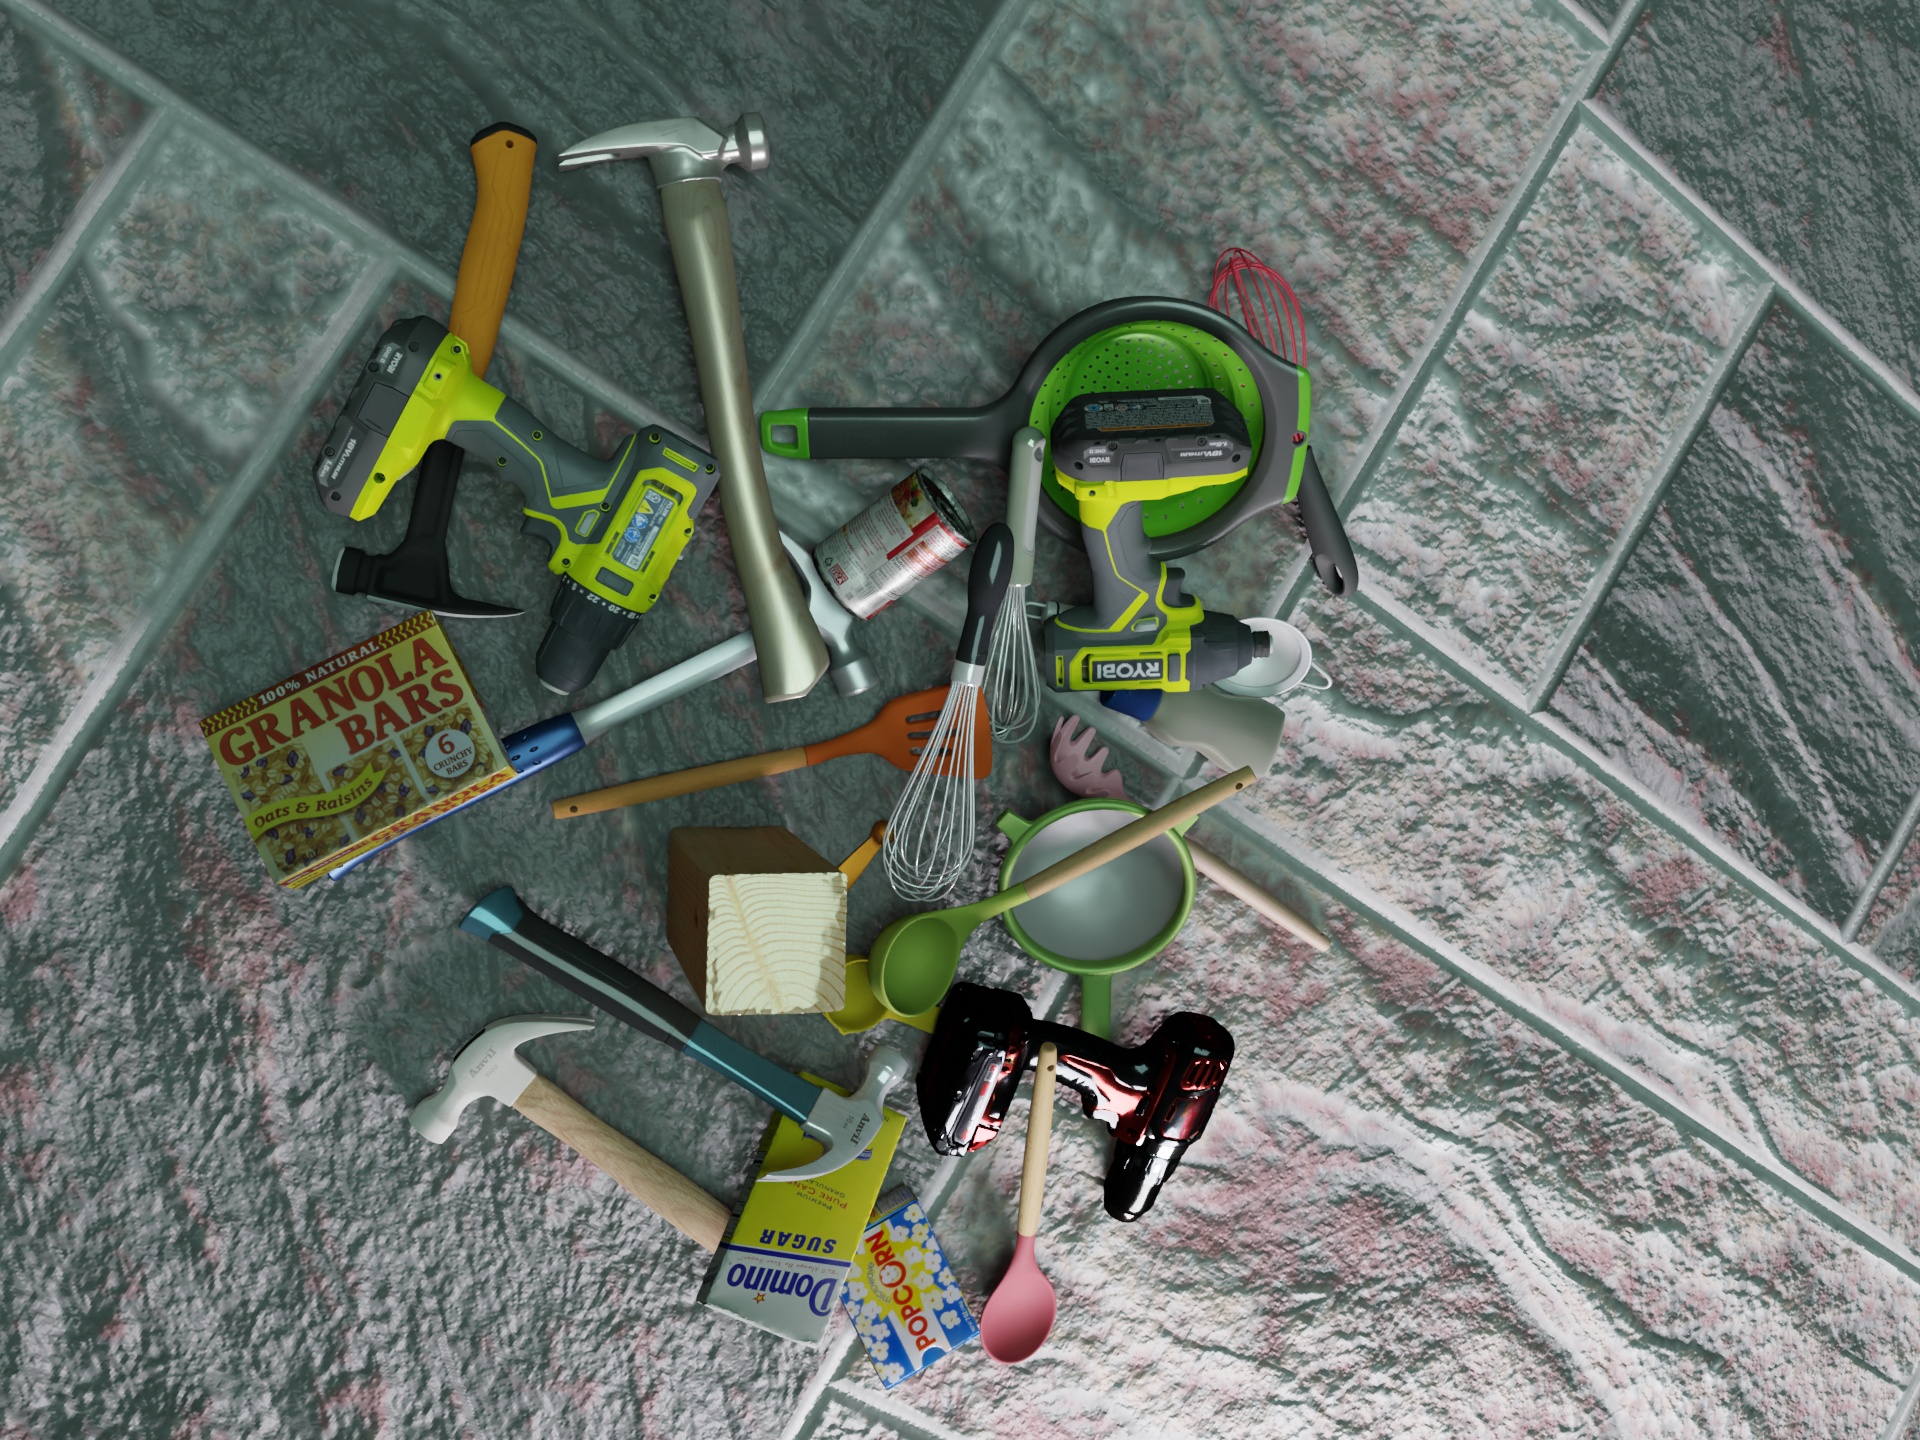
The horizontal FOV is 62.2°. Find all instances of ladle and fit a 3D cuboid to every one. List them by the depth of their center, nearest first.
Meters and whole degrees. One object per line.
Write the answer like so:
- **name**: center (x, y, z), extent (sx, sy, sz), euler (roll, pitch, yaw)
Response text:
- **ladle**: center (0.075, 0.120, 1.160), extent (0.320, 0.062, 0.078), euler (-28, 126, 6)
- **ladle**: center (0.052, 0.367, 1.201), extent (0.069, 0.031, 0.315), euler (-11, 123, -25)

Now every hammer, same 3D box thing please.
- **hammer**: center (-0.332, -0.239, 1.090), extent (0.127, 0.034, 0.337), euler (12, 91, -17)
- **hammer**: center (-0.171, -0.214, 1.114), extent (0.146, 0.038, 0.410), euler (-11, 91, -11)
- **hammer**: center (-0.264, -0.004, 1.129), extent (0.405, 0.035, 0.144), euler (-27, 102, -13)
- **hammer**: center (-0.203, 0.216, 1.136), extent (0.331, 0.033, 0.128), euler (33, 59, -6)
- **hammer**: center (-0.229, 0.333, 1.168), extent (0.331, 0.031, 0.130), euler (41, 82, -16)

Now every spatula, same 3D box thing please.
- **spatula**: center (-0.136, 0.033, 1.168), extent (0.322, 0.041, 0.081), euler (-12, 109, -14)

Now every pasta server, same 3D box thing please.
- **pasta server**: center (0.187, 0.099, 1.275), extent (0.316, 0.060, 0.040), euler (35, 120, -19)

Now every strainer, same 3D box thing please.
- **strainer**: center (0.103, 0.164, 1.247), extent (0.151, 0.069, 0.256), euler (-3, 114, -2)
- **strainer**: center (0.171, -0.068, 1.256), extent (0.258, 0.050, 0.086), euler (10, 135, -12)

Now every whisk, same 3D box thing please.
- **whisk**: center (-0.001, -0.004, 1.153), extent (0.070, 0.070, 0.284), euler (11, 99, -18)
- **whisk**: center (0.040, -0.096, 1.176), extent (0.058, 0.059, 0.246), euler (-31, 132, -53)
- **whisk**: center (0.262, -0.232, 1.263), extent (0.073, 0.073, 0.295), euler (-27, 107, -13)

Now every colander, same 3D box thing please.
- **colander**: center (0.053, -0.228, 1.185), extent (0.397, 0.095, 0.204), euler (0, 123, 1)

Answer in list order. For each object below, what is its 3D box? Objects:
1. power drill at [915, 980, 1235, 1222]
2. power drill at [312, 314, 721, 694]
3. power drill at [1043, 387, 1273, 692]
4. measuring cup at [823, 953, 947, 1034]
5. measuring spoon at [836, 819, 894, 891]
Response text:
- **power drill**: center (0.083, 0.299, 1.227), extent (0.226, 0.080, 0.187), euler (13, 113, -17)
- **power drill**: center (-0.297, -0.140, 1.048), extent (0.228, 0.080, 0.190), euler (28, 97, -17)
- **power drill**: center (0.144, -0.121, 1.153), extent (0.171, 0.080, 0.223), euler (-2, 126, 3)
- **measuring cup**: center (-0.042, 0.221, 1.225), extent (0.156, 0.029, 0.062), euler (24, 88, -29)
- **measuring spoon**: center (-0.089, 0.122, 1.204), extent (0.021, 0.011, 0.117), euler (44, 81, -15)
